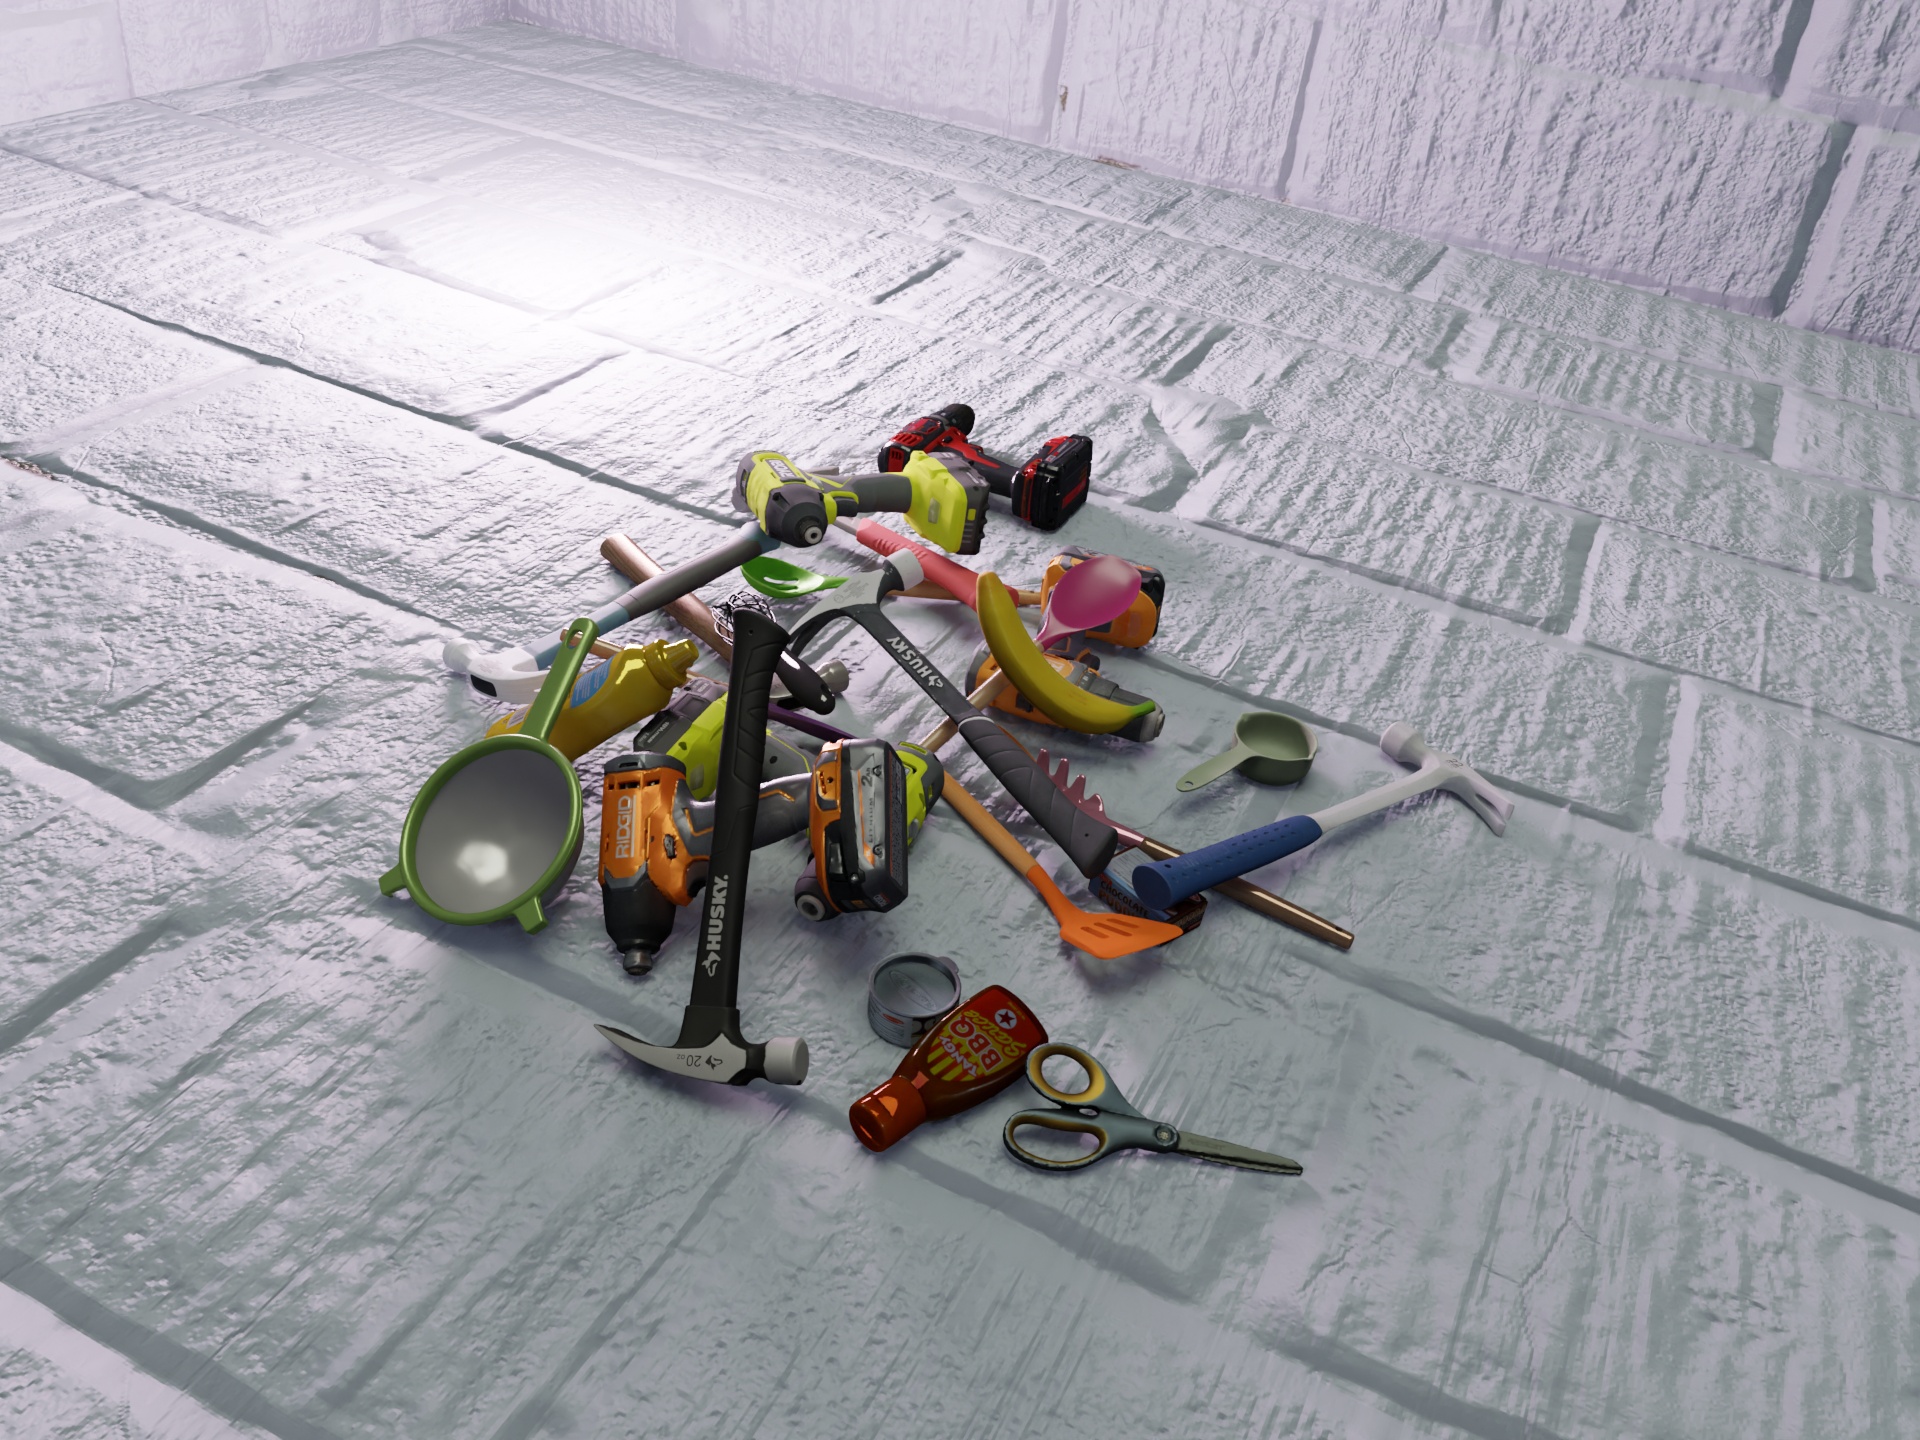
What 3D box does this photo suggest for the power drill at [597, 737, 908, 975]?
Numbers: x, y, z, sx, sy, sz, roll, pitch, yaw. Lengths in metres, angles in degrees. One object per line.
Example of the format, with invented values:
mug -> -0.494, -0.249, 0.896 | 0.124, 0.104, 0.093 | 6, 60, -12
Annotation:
power drill -> -0.156, 0.098, 1.160 | 0.226, 0.084, 0.164 | -6, 67, 11

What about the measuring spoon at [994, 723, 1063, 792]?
measuring spoon -> 0.057, 0.032, 1.414 | 0.021, 0.011, 0.117 | -15, 40, -29

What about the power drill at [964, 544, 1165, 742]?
power drill -> 0.128, -0.067, 1.515 | 0.185, 0.084, 0.226 | 18, 41, 16

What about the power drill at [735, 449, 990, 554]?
power drill -> -0.092, -0.211, 1.561 | 0.223, 0.080, 0.171 | -3, 29, -24

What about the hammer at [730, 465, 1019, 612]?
hammer -> -0.072, -0.187, 1.654 | 0.359, 0.036, 0.149 | 30, 33, 35

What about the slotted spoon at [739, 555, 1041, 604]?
slotted spoon -> -0.068, -0.135, 1.621 | 0.313, 0.031, 0.070 | 4, 32, -8

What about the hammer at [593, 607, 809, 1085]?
hammer -> -0.164, 0.081, 1.106 | 0.146, 0.035, 0.335 | 0, 73, 15

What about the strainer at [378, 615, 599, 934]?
strainer -> -0.322, 0.045, 1.212 | 0.151, 0.069, 0.256 | 9, 66, 23

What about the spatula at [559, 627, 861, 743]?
spatula -> -0.200, -0.021, 1.379 | 0.316, 0.018, 0.059 | 20, -9, 4

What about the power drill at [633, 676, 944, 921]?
power drill -> -0.148, 0.063, 1.279 | 0.228, 0.080, 0.191 | 20, 40, 14

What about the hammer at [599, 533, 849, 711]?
hammer -> -0.254, -0.097, 1.528 | 0.130, 0.031, 0.332 | -20, 43, -35

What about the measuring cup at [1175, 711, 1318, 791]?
measuring cup -> 0.248, 0.043, 1.414 | 0.167, 0.038, 0.083 | -24, 45, -34

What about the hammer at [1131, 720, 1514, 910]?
hammer -> 0.303, 0.088, 1.327 | 0.405, 0.035, 0.144 | -15, 41, -38

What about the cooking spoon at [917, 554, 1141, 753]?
cooking spoon -> 0.053, -0.052, 1.429 | 0.069, 0.017, 0.319 | 37, 61, 19

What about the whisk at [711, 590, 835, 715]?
whisk -> -0.161, -0.057, 1.389 | 0.055, 0.055, 0.239 | -11, 29, -25

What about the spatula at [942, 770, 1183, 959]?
spatula -> 0.048, 0.102, 1.288 | 0.081, 0.041, 0.323 | -12, 38, -33

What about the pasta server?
pasta server -> 0.176, 0.108, 1.305 | 0.316, 0.040, 0.060 | 25, 39, 22

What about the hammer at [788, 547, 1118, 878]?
hammer -> -0.002, -0.004, 1.357 | 0.149, 0.036, 0.409 | -31, 50, -15

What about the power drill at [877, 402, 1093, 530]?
power drill -> 0.038, -0.307, 1.848 | 0.227, 0.080, 0.188 | 17, 35, 19

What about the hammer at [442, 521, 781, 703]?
hammer -> -0.307, -0.108, 1.483 | 0.128, 0.033, 0.331 | 29, 49, 36
